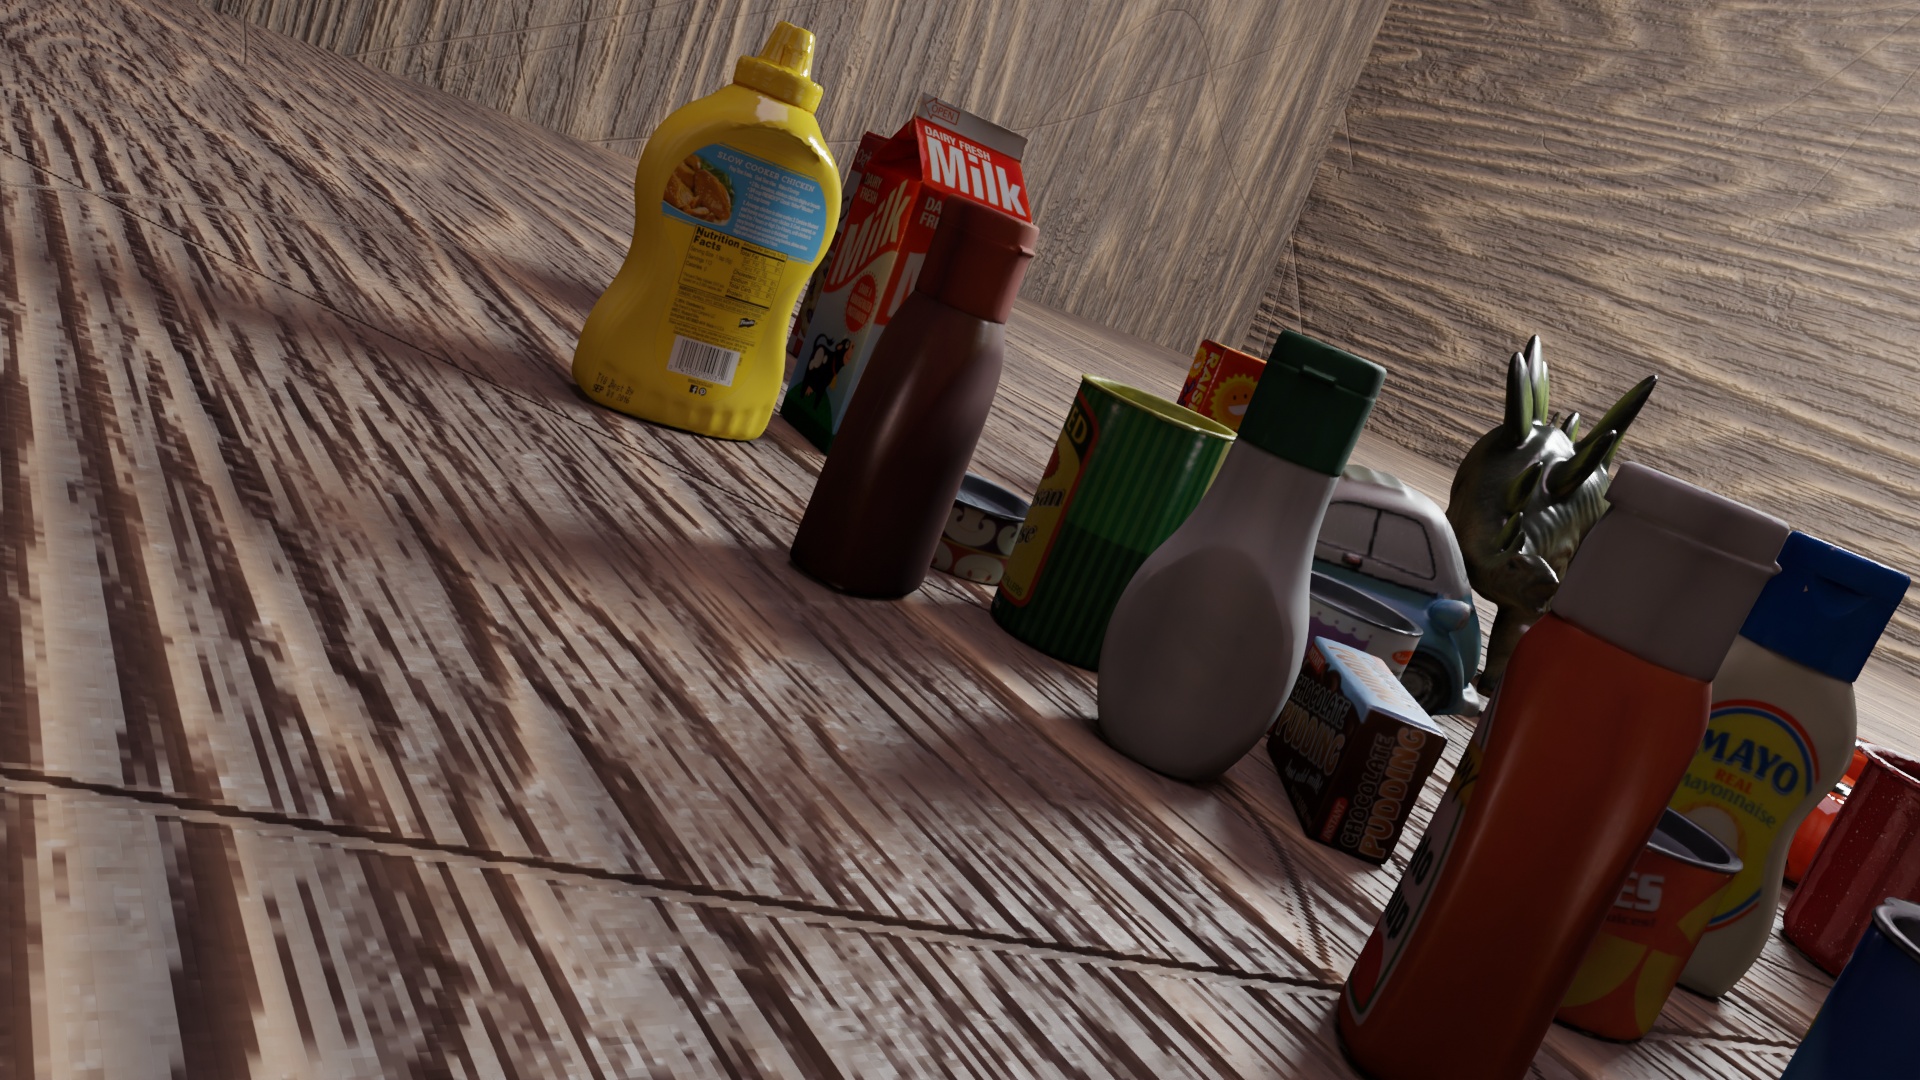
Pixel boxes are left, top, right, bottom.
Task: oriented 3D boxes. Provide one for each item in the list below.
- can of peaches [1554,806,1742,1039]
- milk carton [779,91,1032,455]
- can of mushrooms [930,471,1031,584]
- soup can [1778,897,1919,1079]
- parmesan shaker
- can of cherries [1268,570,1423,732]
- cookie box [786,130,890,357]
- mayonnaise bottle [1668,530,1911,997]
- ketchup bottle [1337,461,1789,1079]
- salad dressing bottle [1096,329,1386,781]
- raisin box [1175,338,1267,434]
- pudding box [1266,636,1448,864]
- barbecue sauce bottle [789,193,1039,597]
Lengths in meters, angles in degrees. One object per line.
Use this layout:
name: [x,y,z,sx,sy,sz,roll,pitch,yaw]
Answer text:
can of peaches: [0.180,0.102,0.406,0.071,0.058,0.071,21,13,-5]
milk carton: [-0.025,-0.137,0.749,0.072,0.190,0.073,14,15,-33]
can of mushrooms: [0.002,-0.008,0.619,0.071,0.033,0.071,21,13,-5]
soup can: [0.198,0.126,0.279,0.071,0.083,0.071,21,13,-5]
parmesan shaker: [0.059,-0.006,0.549,0.071,0.102,0.071,21,12,-5]
can of cherries: [0.143,0.047,0.568,0.071,0.058,0.071,21,13,-5]
cookie box: [-0.056,-0.189,0.961,0.040,0.167,0.123,13,15,-35]
mayonnaise bottle: [0.254,0.070,0.454,0.065,0.147,0.041,27,13,22]
ketchup bottle: [0.137,0.057,0.319,0.043,0.148,0.065,26,13,18]
salad dressing bottle: [0.094,0.005,0.459,0.064,0.147,0.044,25,13,15]
raisin box: [0.180,-0.062,0.928,0.086,0.123,0.040,18,13,-19]
pudding box: [0.136,0.070,0.484,0.030,0.049,0.084,21,13,-2]
barbecue sauce bottle: [-0.014,-0.053,0.521,0.044,0.148,0.065,28,14,26]
